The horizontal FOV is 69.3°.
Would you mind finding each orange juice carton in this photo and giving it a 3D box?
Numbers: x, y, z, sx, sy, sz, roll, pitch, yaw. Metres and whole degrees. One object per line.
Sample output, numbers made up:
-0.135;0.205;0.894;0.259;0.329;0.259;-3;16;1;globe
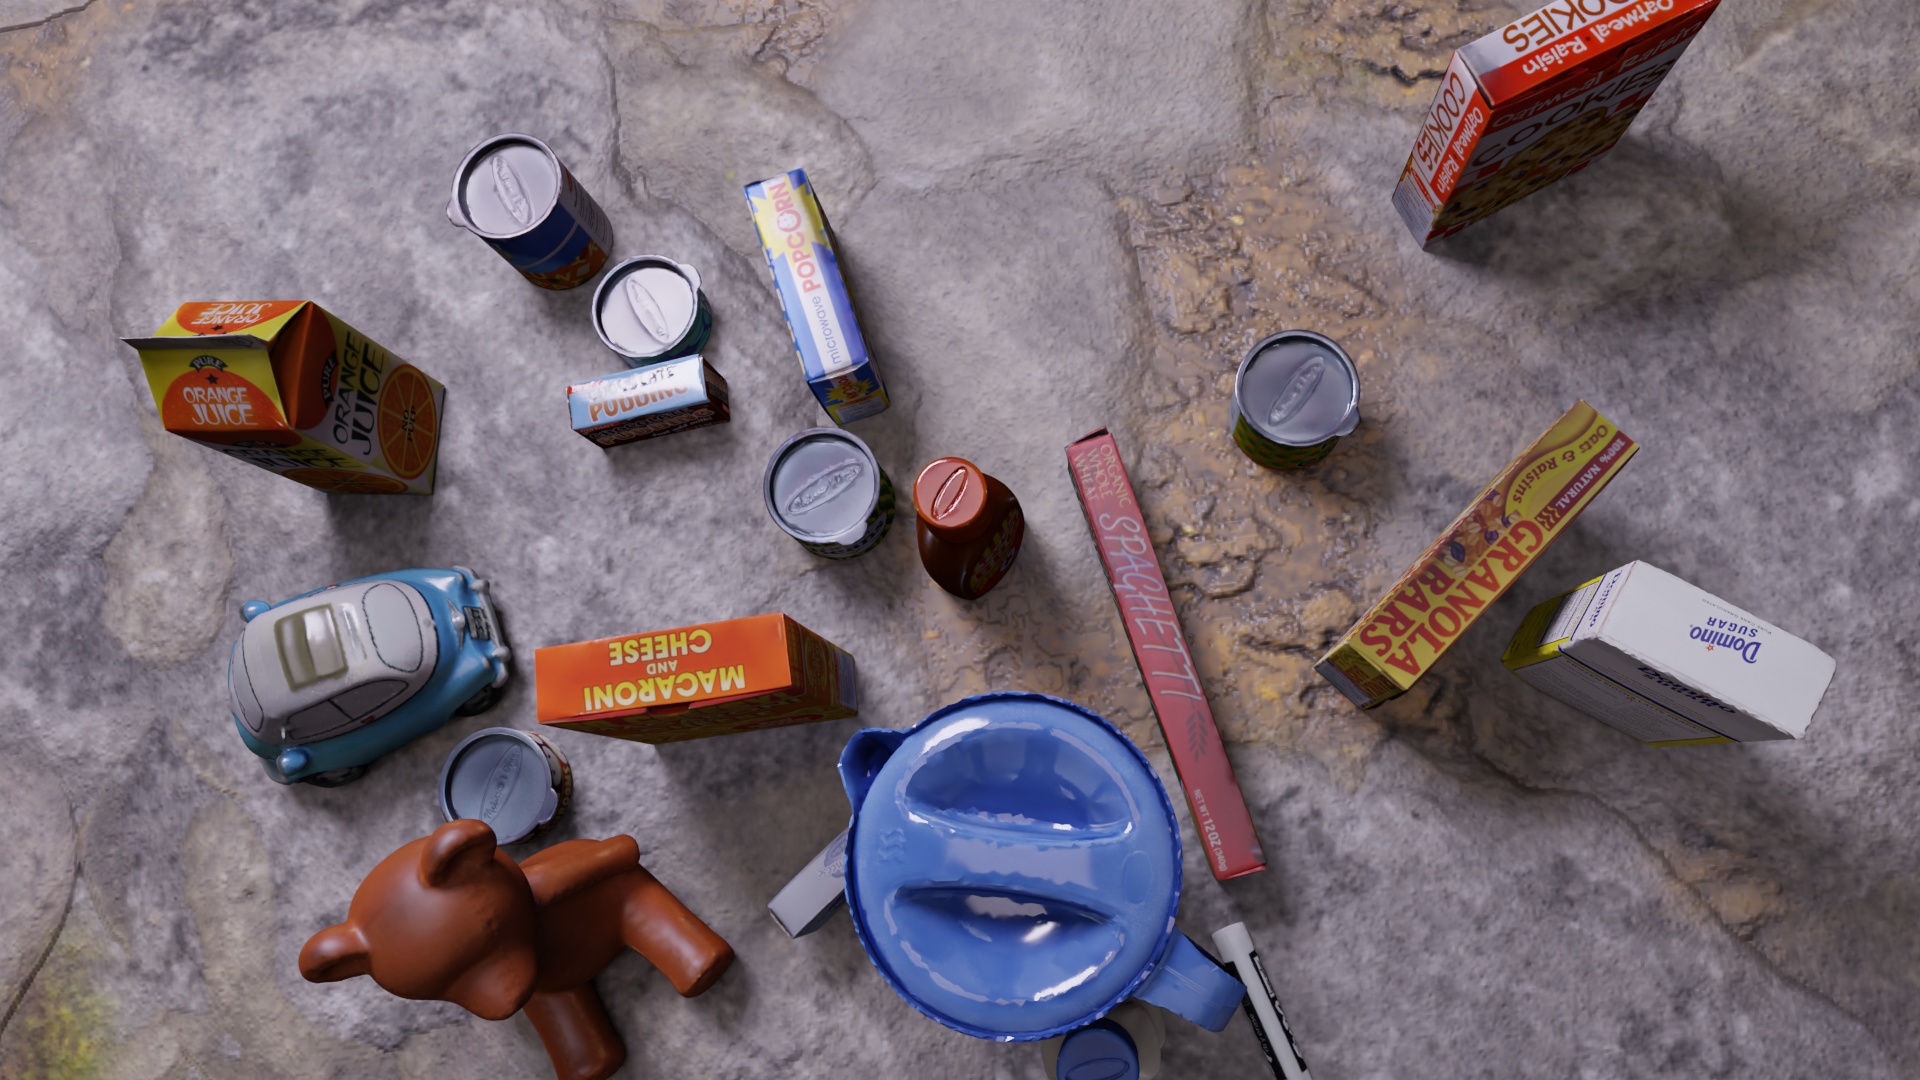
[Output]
-0.367;-0.081;0.768;0.072;0.192;0.073;1;79;7;orange juice carton

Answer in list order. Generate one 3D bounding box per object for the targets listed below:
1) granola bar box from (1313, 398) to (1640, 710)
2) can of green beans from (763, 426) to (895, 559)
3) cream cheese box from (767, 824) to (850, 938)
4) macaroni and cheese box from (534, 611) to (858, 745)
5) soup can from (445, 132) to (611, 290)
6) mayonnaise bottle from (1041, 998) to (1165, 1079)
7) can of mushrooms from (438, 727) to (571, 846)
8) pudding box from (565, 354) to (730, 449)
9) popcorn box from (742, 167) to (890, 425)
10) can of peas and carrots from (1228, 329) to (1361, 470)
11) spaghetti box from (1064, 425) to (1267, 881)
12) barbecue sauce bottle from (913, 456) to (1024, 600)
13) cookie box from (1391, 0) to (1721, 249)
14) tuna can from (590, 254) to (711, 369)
0.259;0.013;0.713;0.039;0.124;0.165;44;86;12;granola bar box
-0.073;-0.025;0.792;0.071;0.057;0.071;-1;78;6;can of green beans
-0.055;0.169;0.752;0.104;0.053;0.024;-43;77;-3;cream cheese box
-0.129;0.076;0.721;0.124;0.166;0.040;-9;78;5;macaroni and cheese box
-0.258;-0.194;0.835;0.071;0.083;0.071;-1;79;6;soup can
0.068;0.244;0.674;0.065;0.148;0.041;-14;78;4;mayonnaise bottle
-0.256;0.141;0.790;0.071;0.033;0.071;-1;78;6;can of mushrooms
-0.183;-0.082;0.821;0.084;0.049;0.030;-12;78;4;pudding box
-0.081;-0.139;0.803;0.038;0.085;0.127;-20;77;2;popcorn box
0.186;-0.075;0.773;0.071;0.058;0.071;-1;78;6;can of peas and carrots
0.109;0.060;0.758;0.029;0.050;0.250;-19;77;3;spaghetti box
0.003;-0.009;0.734;0.044;0.148;0.065;31;84;11;barbecue sauce bottle
0.307;-0.228;0.736;0.123;0.167;0.040;-27;77;1;cookie box
-0.184;-0.138;0.841;0.071;0.033;0.071;-1;78;6;tuna can
